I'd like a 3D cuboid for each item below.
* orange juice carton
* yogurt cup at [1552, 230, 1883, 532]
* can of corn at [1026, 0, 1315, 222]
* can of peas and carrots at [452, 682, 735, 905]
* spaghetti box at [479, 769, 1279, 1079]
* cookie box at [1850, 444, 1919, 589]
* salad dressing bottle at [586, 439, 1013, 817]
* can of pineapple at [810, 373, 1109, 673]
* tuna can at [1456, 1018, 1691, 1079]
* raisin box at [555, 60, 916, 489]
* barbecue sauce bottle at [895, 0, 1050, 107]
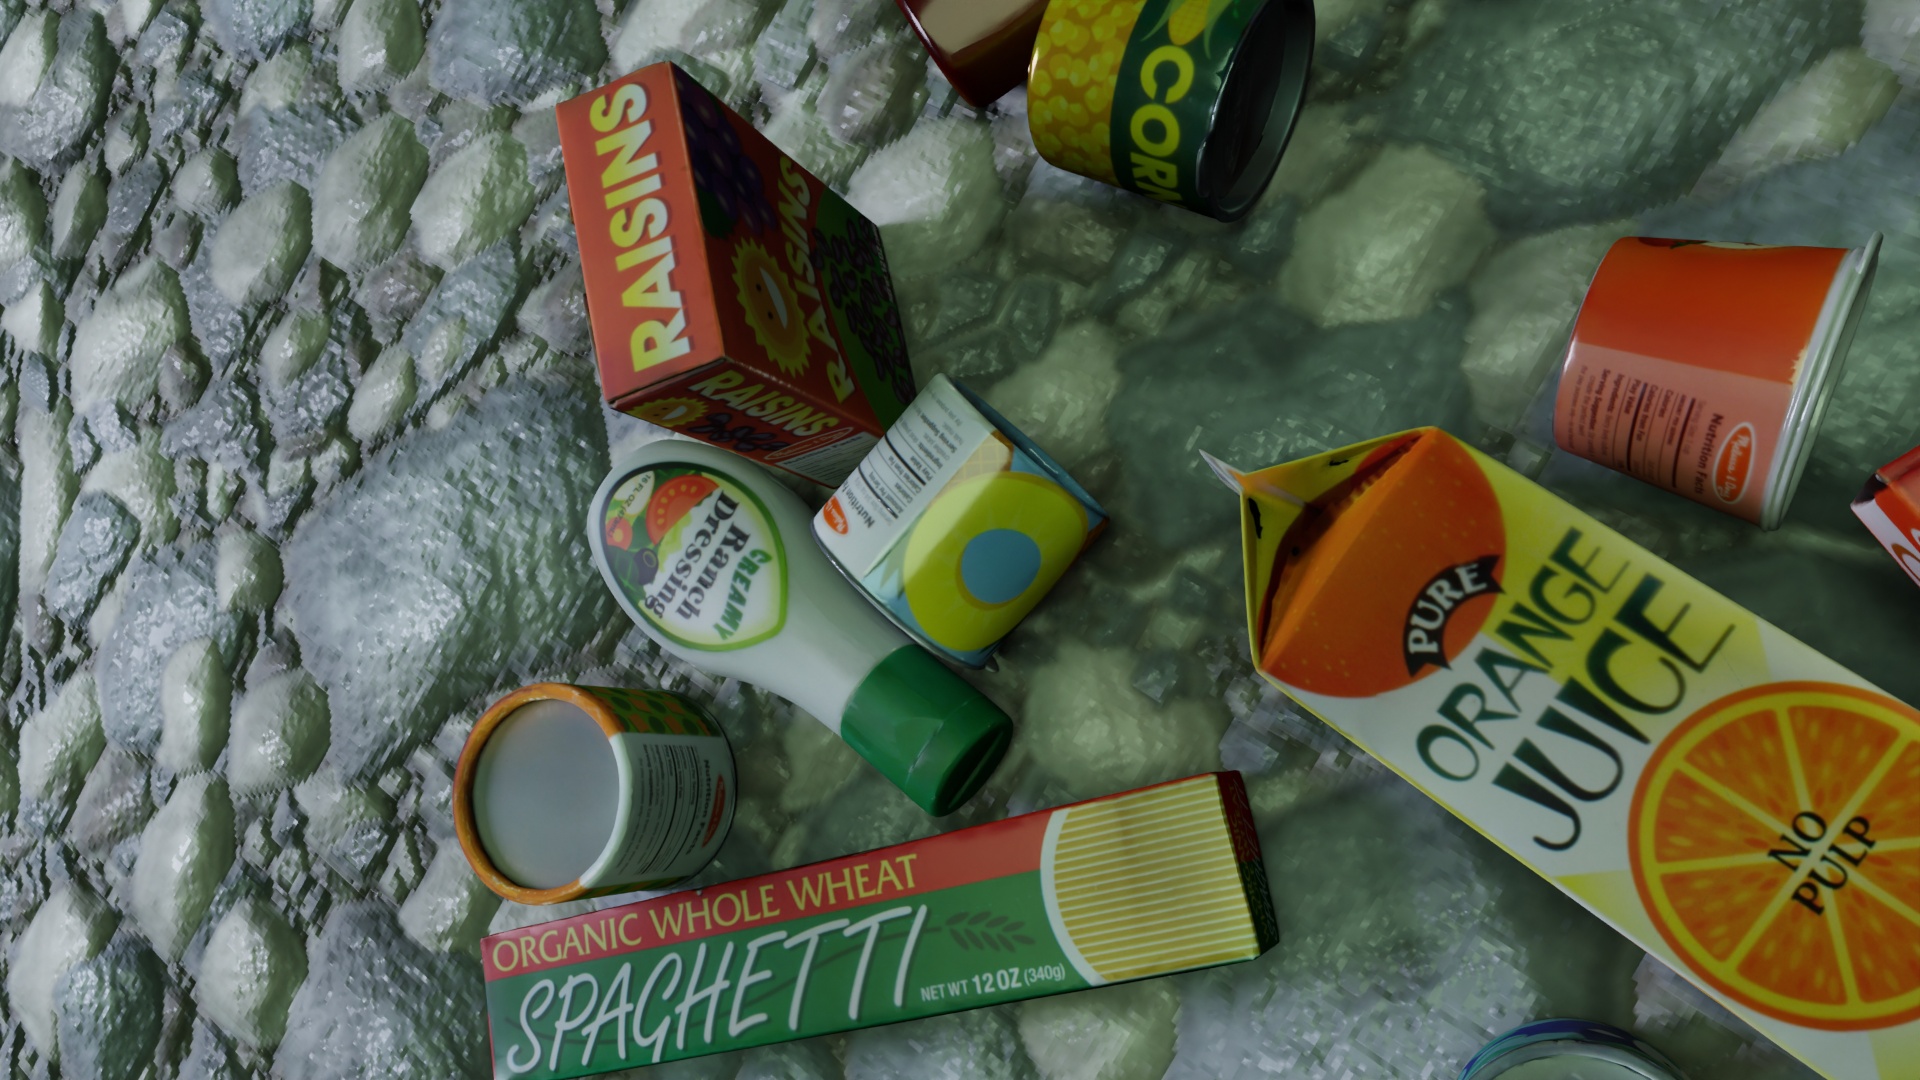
[{"bbox_3d":[0.141,0.037,0.331,0.193,0.072,0.073,36,95,22],"label":"orange juice carton"},{"bbox_3d":[0.179,-0.041,0.334,0.054,0.072,0.072,20,90,31],"label":"yogurt cup"},{"bbox_3d":[0.058,-0.129,0.393,0.058,0.071,0.071,24,91,24],"label":"can of corn"},{"bbox_3d":[-0.116,0.078,0.434,0.071,0.058,0.071,-4,80,21],"label":"can of peas and carrots"},{"bbox_3d":[-0.035,0.119,0.412,0.250,0.028,0.050,-16,75,18],"label":"spaghetti box"},{"bbox_3d":[0.268,0.022,0.236,0.123,0.040,0.168,-36,71,13],"label":"cookie box"},{"bbox_3d":[-0.050,0.025,0.425,0.148,0.044,0.064,36,95,23],"label":"salad dressing bottle"},{"bbox_3d":[0.001,-0.005,0.399,0.071,0.071,0.058,44,99,22],"label":"can of pineapple"},{"bbox_3d":[0.146,0.151,0.332,0.071,0.033,0.071,-4,80,21],"label":"tuna can"},{"bbox_3d":[-0.059,-0.069,0.400,0.040,0.123,0.086,-17,76,19],"label":"raisin box"},{"bbox_3d":[0.047,-0.201,0.423,0.148,0.043,0.065,-33,71,13],"label":"barbecue sauce bottle"}]
